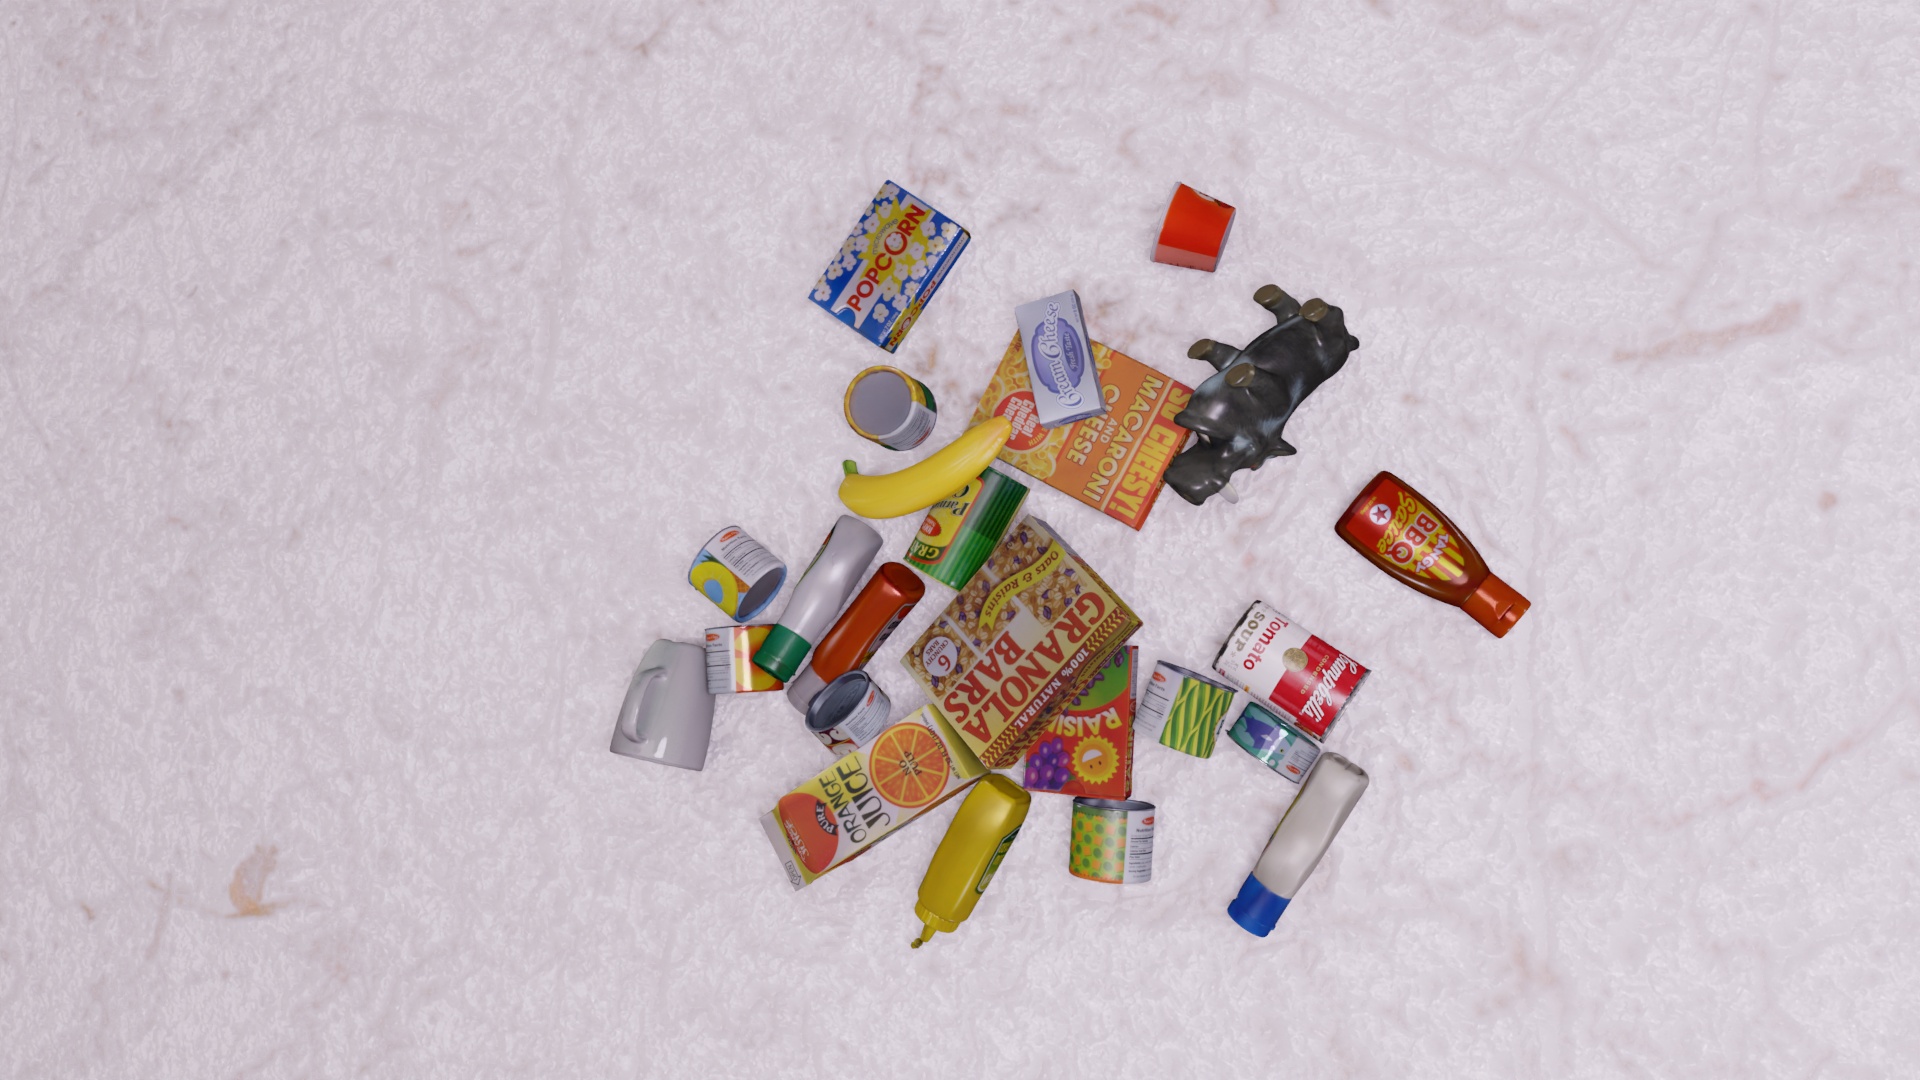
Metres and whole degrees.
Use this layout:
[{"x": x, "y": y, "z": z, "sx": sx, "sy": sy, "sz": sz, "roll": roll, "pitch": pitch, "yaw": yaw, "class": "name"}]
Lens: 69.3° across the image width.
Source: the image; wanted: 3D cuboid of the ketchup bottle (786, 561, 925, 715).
[{"x": -0.092, "y": 0.086, "z": 1.180, "sx": 0.043, "sy": 0.065, "sz": 0.148, "roll": 41, "pitch": 106, "yaw": 5, "class": "ketchup bottle"}]

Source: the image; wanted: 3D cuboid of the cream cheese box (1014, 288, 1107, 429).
[{"x": 0.081, "y": -0.146, "z": 1.128, "sx": 0.053, "sy": 0.024, "sz": 0.104, "roll": -15, "pitch": 78, "yaw": 15, "class": "cream cheese box"}]

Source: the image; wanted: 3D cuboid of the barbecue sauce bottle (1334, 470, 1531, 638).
[{"x": 0.363, "y": 0.014, "z": 1.062, "sx": 0.149, "sy": 0.043, "sz": 0.065, "roll": 41, "pitch": 96, "yaw": 16, "class": "barbecue sauce bottle"}]

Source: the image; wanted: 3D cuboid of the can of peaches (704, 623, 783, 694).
[{"x": -0.185, "y": 0.103, "z": 1.203, "sx": 0.071, "sy": 0.071, "sz": 0.058, "roll": -6, "pitch": 83, "yaw": 16, "class": "can of peaches"}]

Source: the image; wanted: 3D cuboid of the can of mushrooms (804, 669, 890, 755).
[{"x": -0.093, "y": 0.141, "z": 1.141, "sx": 0.071, "sy": 0.071, "sz": 0.033, "roll": -35, "pitch": 116, "yaw": 11, "class": "can of mushrooms"}]

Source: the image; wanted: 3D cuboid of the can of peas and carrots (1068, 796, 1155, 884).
[{"x": 0.118, "y": 0.237, "z": 1.101, "sx": 0.071, "sy": 0.071, "sz": 0.058, "roll": 3, "pitch": 86, "yaw": 17, "class": "can of peas and carrots"}]

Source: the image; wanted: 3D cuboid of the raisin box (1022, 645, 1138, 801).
[{"x": 0.099, "y": 0.144, "z": 1.128, "sx": 0.086, "sy": 0.040, "sz": 0.123, "roll": 2, "pitch": 86, "yaw": 16, "class": "raisin box"}]

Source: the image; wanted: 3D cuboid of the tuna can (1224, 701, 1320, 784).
[{"x": 0.240, "y": 0.154, "z": 1.073, "sx": 0.071, "sy": 0.071, "sz": 0.033, "roll": 35, "pitch": 94, "yaw": 16, "class": "tuna can"}]

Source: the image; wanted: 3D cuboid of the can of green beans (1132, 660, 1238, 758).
[{"x": 0.176, "y": 0.133, "z": 1.093, "sx": 0.071, "sy": 0.071, "sz": 0.058, "roll": 21, "pitch": 92, "yaw": 17, "class": "can of green beans"}]

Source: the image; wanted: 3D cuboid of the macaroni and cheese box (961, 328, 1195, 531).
[{"x": 0.103, "y": -0.100, "z": 1.151, "sx": 0.166, "sy": 0.040, "sz": 0.123, "roll": 29, "pitch": 93, "yaw": 17, "class": "macaroni and cheese box"}]

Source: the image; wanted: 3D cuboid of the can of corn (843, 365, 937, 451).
[{"x": -0.062, "y": -0.115, "z": 1.191, "sx": 0.071, "sy": 0.058, "sz": 0.071, "roll": -2, "pitch": 84, "yaw": 16, "class": "can of corn"}]

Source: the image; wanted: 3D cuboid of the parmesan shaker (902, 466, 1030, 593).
[{"x": 0.004, "y": -0.015, "z": 1.160, "sx": 0.071, "sy": 0.071, "sz": 0.103, "roll": 29, "pitch": 93, "yaw": 17, "class": "parmesan shaker"}]

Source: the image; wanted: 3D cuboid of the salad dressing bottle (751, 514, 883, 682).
[{"x": -0.121, "y": 0.050, "z": 1.175, "sx": 0.044, "sy": 0.064, "sz": 0.148, "roll": 31, "pitch": 75, "yaw": 2, "class": "salad dressing bottle"}]

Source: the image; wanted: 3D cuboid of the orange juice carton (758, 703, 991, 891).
[{"x": -0.077, "y": 0.214, "z": 1.155, "sx": 0.192, "sy": 0.073, "sz": 0.072, "roll": -34, "pitch": 77, "yaw": 11, "class": "orange juice carton"}]

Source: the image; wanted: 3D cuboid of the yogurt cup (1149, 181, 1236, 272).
[{"x": 0.190, "y": -0.252, "z": 1.129, "sx": 0.054, "sy": 0.072, "sz": 0.072, "roll": 20, "pitch": 91, "yaw": 9, "class": "yogurt cup"}]

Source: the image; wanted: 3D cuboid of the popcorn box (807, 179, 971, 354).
[{"x": -0.061, "y": -0.239, "z": 1.214, "sx": 0.085, "sy": 0.038, "sz": 0.126, "roll": 36, "pitch": 95, "yaw": 15, "class": "popcorn box"}]

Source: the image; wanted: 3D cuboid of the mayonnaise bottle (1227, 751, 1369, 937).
[{"x": 0.257, "y": 0.233, "z": 1.063, "sx": 0.041, "sy": 0.065, "sz": 0.148, "roll": 33, "pitch": 98, "yaw": 20, "class": "mayonnaise bottle"}]

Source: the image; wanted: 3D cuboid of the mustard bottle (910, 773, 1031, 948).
[{"x": 0.002, "y": 0.268, "z": 1.134, "sx": 0.049, "sy": 0.065, "sz": 0.160, "roll": 31, "pitch": 99, "yaw": 19, "class": "mustard bottle"}]

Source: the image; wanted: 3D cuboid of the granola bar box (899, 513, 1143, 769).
[{"x": 0.047, "y": 0.081, "z": 1.110, "sx": 0.165, "sy": 0.039, "sz": 0.124, "roll": -49, "pitch": 61, "yaw": 13, "class": "granola bar box"}]

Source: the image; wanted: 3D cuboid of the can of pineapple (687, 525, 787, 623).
[{"x": -0.194, "y": 0.031, "z": 1.213, "sx": 0.058, "sy": 0.071, "sz": 0.071, "roll": 37, "pitch": 96, "yaw": 16, "class": "can of pineapple"}]
